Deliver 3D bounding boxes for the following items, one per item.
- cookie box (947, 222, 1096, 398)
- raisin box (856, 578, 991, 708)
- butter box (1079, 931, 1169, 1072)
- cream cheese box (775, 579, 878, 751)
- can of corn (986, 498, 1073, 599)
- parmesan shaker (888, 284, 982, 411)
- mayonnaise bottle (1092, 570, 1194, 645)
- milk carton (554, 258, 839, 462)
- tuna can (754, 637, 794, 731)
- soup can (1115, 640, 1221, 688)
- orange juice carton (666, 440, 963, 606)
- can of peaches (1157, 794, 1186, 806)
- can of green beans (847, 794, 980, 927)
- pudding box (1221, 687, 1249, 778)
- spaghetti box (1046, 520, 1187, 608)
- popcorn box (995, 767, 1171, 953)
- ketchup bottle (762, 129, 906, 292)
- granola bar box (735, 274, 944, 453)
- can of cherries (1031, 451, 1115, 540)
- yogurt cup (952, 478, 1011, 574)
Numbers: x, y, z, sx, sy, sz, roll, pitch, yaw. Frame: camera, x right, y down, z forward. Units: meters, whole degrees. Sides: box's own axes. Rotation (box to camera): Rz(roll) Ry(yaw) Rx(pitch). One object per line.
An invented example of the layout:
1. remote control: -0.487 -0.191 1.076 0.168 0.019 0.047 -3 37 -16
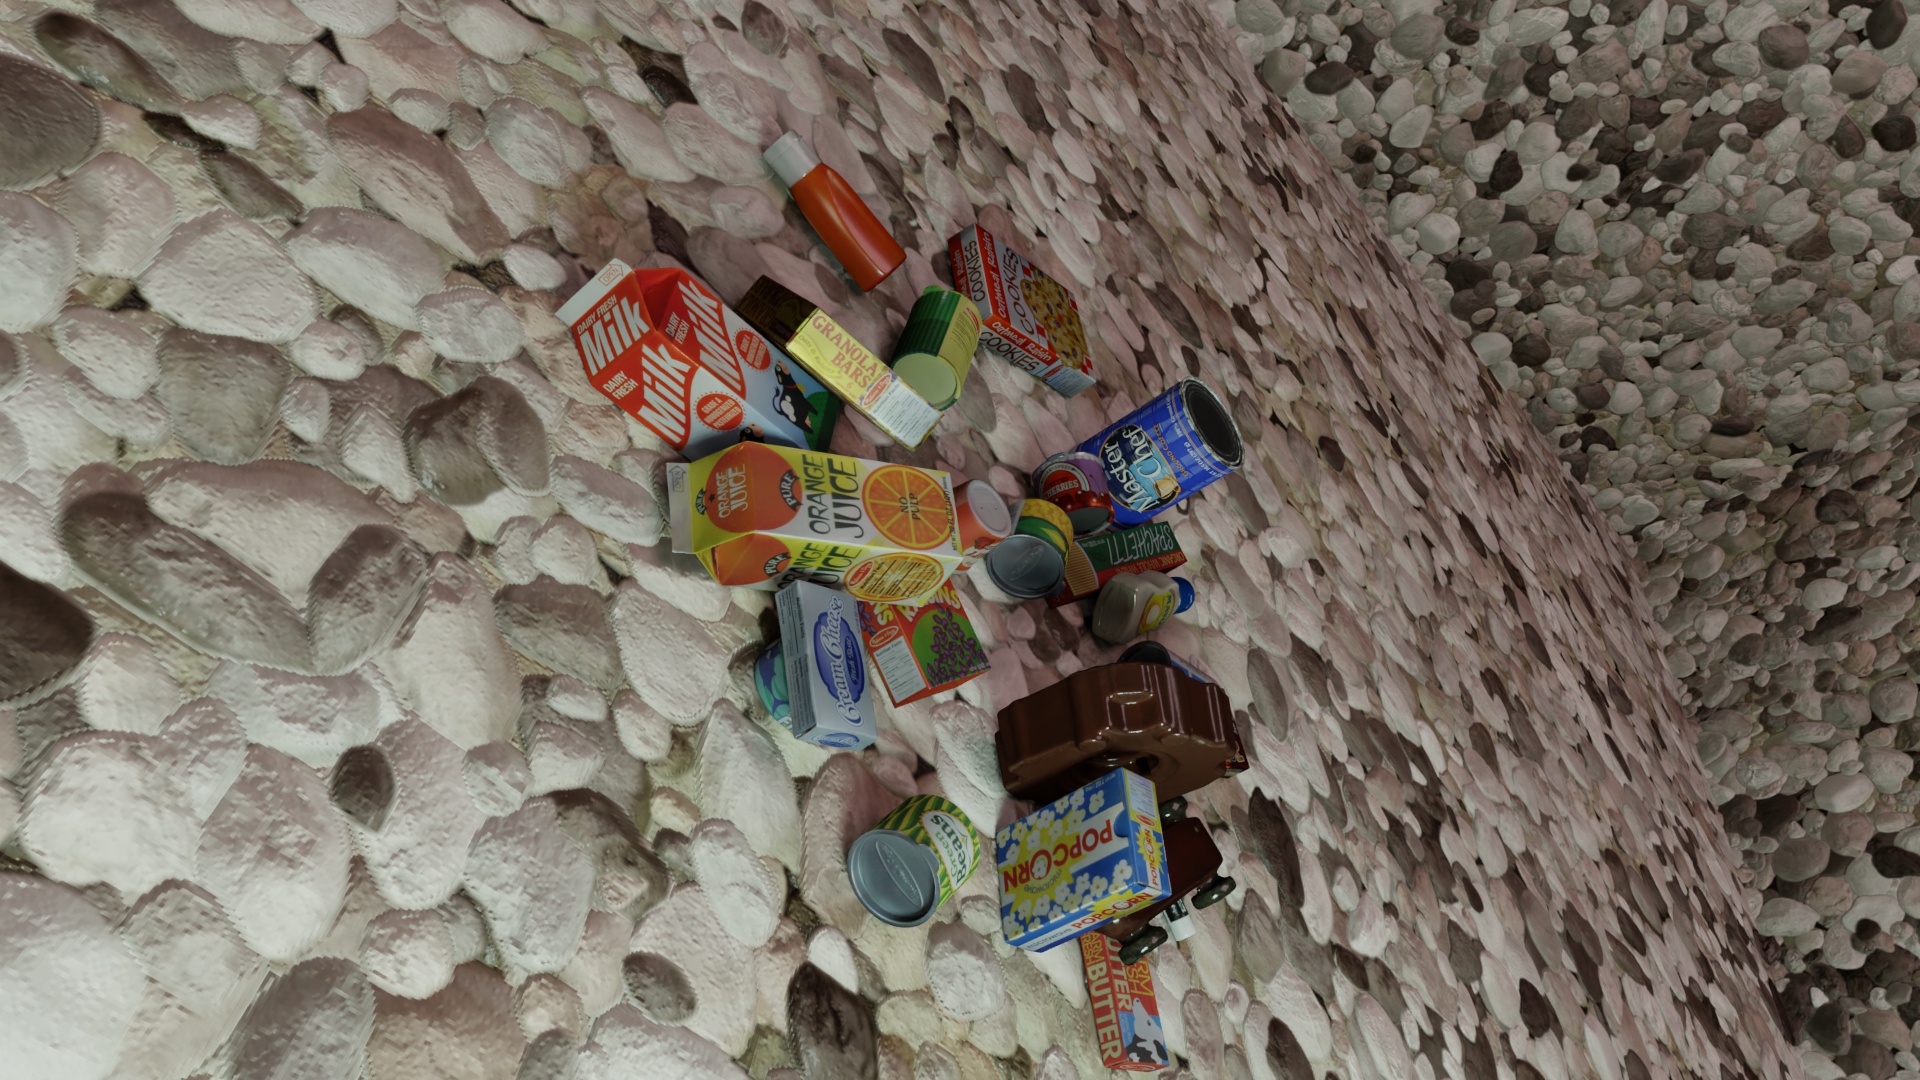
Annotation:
1. cookie box: 0.061 -0.231 1.407 0.167 0.040 0.123 25 44 -43
2. raisin box: -0.038 0.053 1.023 0.086 0.040 0.123 -9 70 -56
3. butter box: 0.119 0.331 1.013 0.053 0.024 0.104 25 45 -43
4. cream cheese box: -0.086 0.079 0.882 0.053 0.024 0.104 19 49 -43
5. can of corn: 0.062 0.008 1.173 0.071 0.071 0.058 47 33 -18
6. parmesan shaker: -0.024 -0.167 1.206 0.071 0.071 0.103 45 35 -21
7. mayonnaise bottle: 0.174 0.058 1.294 0.041 0.064 0.148 25 16 28
8. milk carton: -0.178 -0.112 0.940 0.190 0.072 0.074 39 37 -28
9. tuna can: -0.100 0.093 0.908 0.071 0.032 0.071 35 38 -33
10. soup can: 0.182 0.137 1.233 0.083 0.071 0.072 33 40 -36
11. orange juice carton: -0.101 -0.011 0.929 0.193 0.072 0.072 8 55 -26
12. can of peaches: 0.156 0.181 1.158 0.071 0.071 0.058 40 36 -27
13. can of green beans: -0.029 0.202 0.881 0.071 0.071 0.058 59 31 2
14. pudding box: 0.235 0.178 1.302 0.049 0.030 0.084 18 49 -45
15. spaghetti box: 0.146 0.019 1.317 0.251 0.028 0.050 -11 73 -57
16. popcorn box: 0.082 0.222 0.958 0.038 0.126 0.085 28 42 -34
17. ketchup bottle: -0.111 -0.290 1.214 0.148 0.043 0.065 50 31 -13
18. granola bar box: -0.093 -0.133 1.026 0.124 0.039 0.166 39 1 -28
19. can of cherries: 0.102 -0.040 1.272 0.071 0.071 0.058 19 50 -46
20. yogurt cup: 0.004 -0.014 1.125 0.072 0.053 0.073 35 37 -32
